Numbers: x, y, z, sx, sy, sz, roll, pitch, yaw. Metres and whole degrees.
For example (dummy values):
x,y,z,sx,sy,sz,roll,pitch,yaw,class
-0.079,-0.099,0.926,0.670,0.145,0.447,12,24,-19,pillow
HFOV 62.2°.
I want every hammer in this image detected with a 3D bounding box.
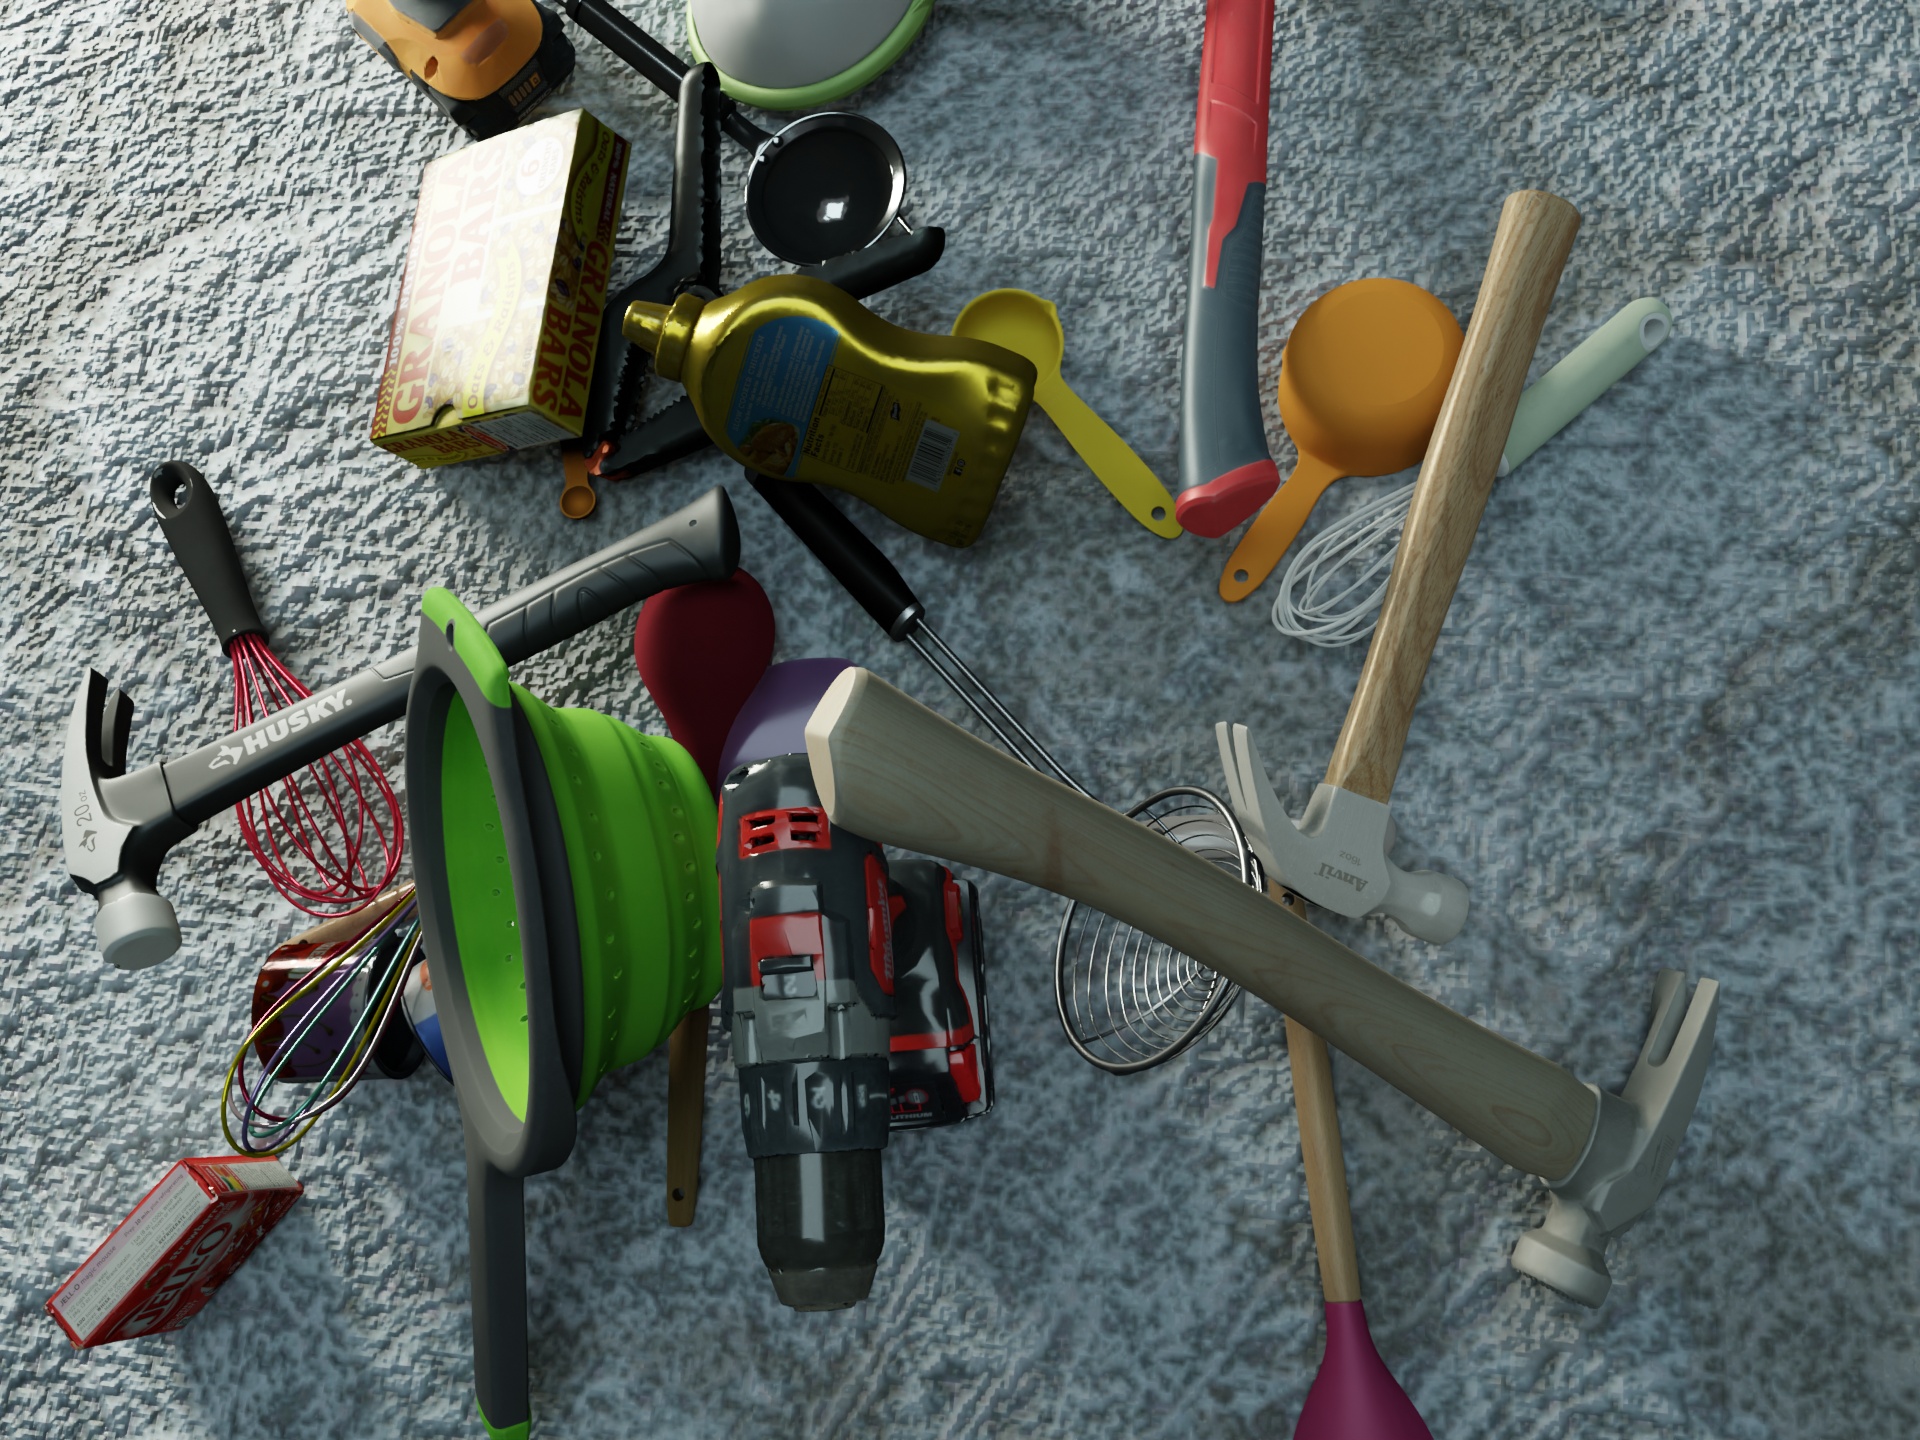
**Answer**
x,y,z,sx,sy,sz,roll,pitch,yaw,class
0.116,-0.267,0.780,0.143,0.038,0.387,3,68,10,hammer
0.206,-0.076,0.700,0.130,0.031,0.331,20,86,-16,hammer
-0.254,-0.024,0.739,0.335,0.035,0.146,-28,62,-6,hammer
0.127,0.083,0.602,0.410,0.038,0.146,30,81,-21,hammer

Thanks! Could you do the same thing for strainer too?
x,y,z,sx,sy,sz,roll,pitch,yaw,class
-0.120,-0.315,0.837,0.258,0.050,0.087,40,89,7,strainer
-0.041,-0.404,0.828,0.256,0.069,0.151,5,77,21,strainer

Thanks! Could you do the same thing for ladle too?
x,y,z,sx,sy,sz,roll,pitch,yaw,class
-0.126,0.075,0.750,0.069,0.031,0.315,0,82,5,ladle

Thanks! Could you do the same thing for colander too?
x,y,z,sx,sy,sz,roll,pitch,yaw,class
-0.155,0.141,0.653,0.094,0.205,0.397,-8,115,-29,colander

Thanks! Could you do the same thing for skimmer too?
x,y,z,sx,sy,sz,roll,pitch,yaw,class
-0.001,-0.002,0.728,0.363,0.090,0.127,47,118,18,skimmer

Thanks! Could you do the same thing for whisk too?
x,y,z,sx,sy,sz,roll,pitch,yaw,class
-0.355,-0.024,0.807,0.073,0.073,0.296,-33,67,-1,whisk
0.242,-0.119,0.749,0.246,0.059,0.057,-40,117,-7,whisk
-0.248,0.087,0.713,0.047,0.051,0.245,43,46,-19,whisk

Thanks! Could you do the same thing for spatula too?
x,y,z,sx,sy,sz,roll,pitch,yaw,class
-0.189,0.049,0.780,0.316,0.018,0.060,-25,76,0,spatula

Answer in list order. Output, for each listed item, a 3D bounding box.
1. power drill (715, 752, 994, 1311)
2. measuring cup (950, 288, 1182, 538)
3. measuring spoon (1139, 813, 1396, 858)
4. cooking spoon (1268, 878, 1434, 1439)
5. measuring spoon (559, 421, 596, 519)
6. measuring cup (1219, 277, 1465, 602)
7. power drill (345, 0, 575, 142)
x,y,z,sx,sy,sz,roll,pitch,yaw,class
-0.040,0.125,0.629,0.080,0.226,0.188,-6,75,7,power drill
0.056,-0.148,0.797,0.062,0.029,0.156,-41,86,-2,measuring cup
0.137,0.052,0.731,0.124,0.018,0.034,-2,76,9,measuring spoon
0.160,0.222,0.684,0.069,0.017,0.319,-7,75,6,cooking spoon
-0.202,-0.158,0.842,0.021,0.011,0.117,-8,71,6,measuring spoon
0.174,-0.133,0.755,0.095,0.052,0.173,33,81,15,measuring cup
-0.274,-0.389,0.797,0.185,0.226,0.084,43,85,16,power drill
